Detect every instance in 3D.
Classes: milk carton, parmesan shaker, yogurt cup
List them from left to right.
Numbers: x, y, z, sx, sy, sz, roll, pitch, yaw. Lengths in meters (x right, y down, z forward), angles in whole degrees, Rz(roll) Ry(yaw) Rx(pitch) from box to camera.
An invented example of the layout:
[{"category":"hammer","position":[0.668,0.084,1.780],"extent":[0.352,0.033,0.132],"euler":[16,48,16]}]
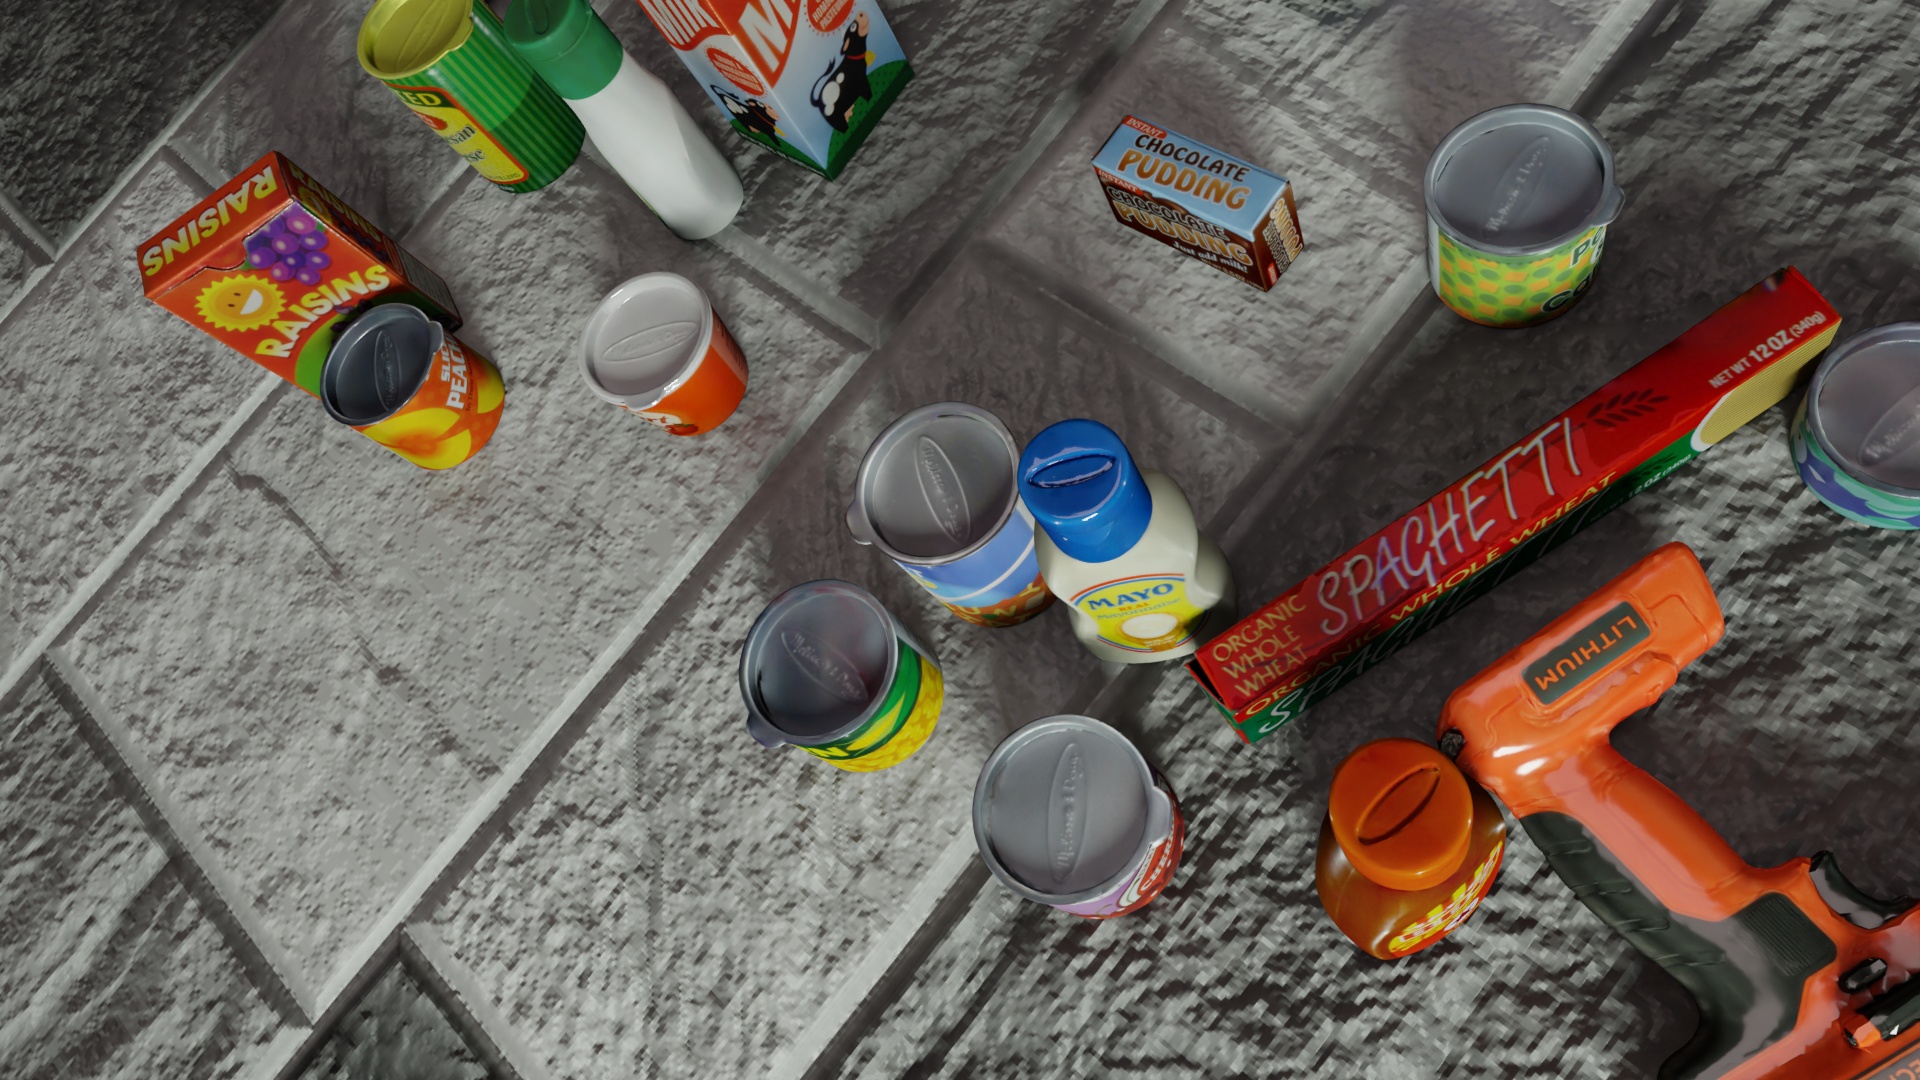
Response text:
[{"category":"parmesan shaker","position":[-0.248,-0.234,0.721],"extent":[0.071,0.103,0.071],"euler":[-7,67,17]},{"category":"yogurt cup","position":[-0.135,-0.084,0.647],"extent":[0.072,0.054,0.072],"euler":[-7,67,17]},{"category":"milk carton","position":[-0.098,-0.254,0.625],"extent":[0.072,0.190,0.073],"euler":[32,83,27]}]

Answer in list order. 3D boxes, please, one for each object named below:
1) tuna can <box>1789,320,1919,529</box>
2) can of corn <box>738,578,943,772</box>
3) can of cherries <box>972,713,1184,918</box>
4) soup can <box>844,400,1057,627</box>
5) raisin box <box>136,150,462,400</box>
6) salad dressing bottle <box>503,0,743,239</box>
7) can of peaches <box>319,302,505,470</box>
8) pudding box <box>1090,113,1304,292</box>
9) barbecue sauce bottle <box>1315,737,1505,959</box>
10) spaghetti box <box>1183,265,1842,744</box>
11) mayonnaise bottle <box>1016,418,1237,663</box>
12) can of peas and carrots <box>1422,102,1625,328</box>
[{"category":"tuna can","position":[0.326,-0.037,0.475],"extent":[0.071,0.032,0.071],"euler":[-7,67,17]},{"category":"can of corn","position":[-0.048,0.058,0.556],"extent":[0.071,0.058,0.071],"euler":[-7,67,17]},{"category":"can of cherries","position":[0.047,0.103,0.504],"extent":[0.071,0.058,0.072],"euler":[-7,67,17]},{"category":"soup can","position":[0.002,-0.007,0.550],"extent":[0.071,0.083,0.071],"euler":[-7,67,17]},{"category":"raisin box","position":[-0.326,-0.125,0.693],"extent":[0.086,0.123,0.040],"euler":[-32,62,5]},{"category":"salad dressing bottle","position":[-0.154,-0.197,0.647],"extent":[0.044,0.147,0.064],"euler":[-25,63,9]},{"category":"can of peaches","position":[-0.269,-0.076,0.689],"extent":[0.071,0.058,0.071],"euler":[-7,67,17]},{"category":"pudding box","position":[0.101,-0.144,0.589],"extent":[0.084,0.049,0.030],"euler":[33,83,27]},{"category":"barbecue sauce bottle","position":[0.137,0.093,0.425],"extent":[0.065,0.148,0.044],"euler":[-43,62,0]},{"category":"spaghetti box","position":[0.195,-0.008,0.501],"extent":[0.250,0.050,0.029],"euler":[-34,62,4]},{"category":"mayonnaise bottle","position":[0.057,0.004,0.490],"extent":[0.065,0.147,0.041],"euler":[-14,66,14]},{"category":"can of peas and carrots","position":[0.216,-0.123,0.535],"extent":[0.071,0.058,0.071],"euler":[-7,67,17]}]
